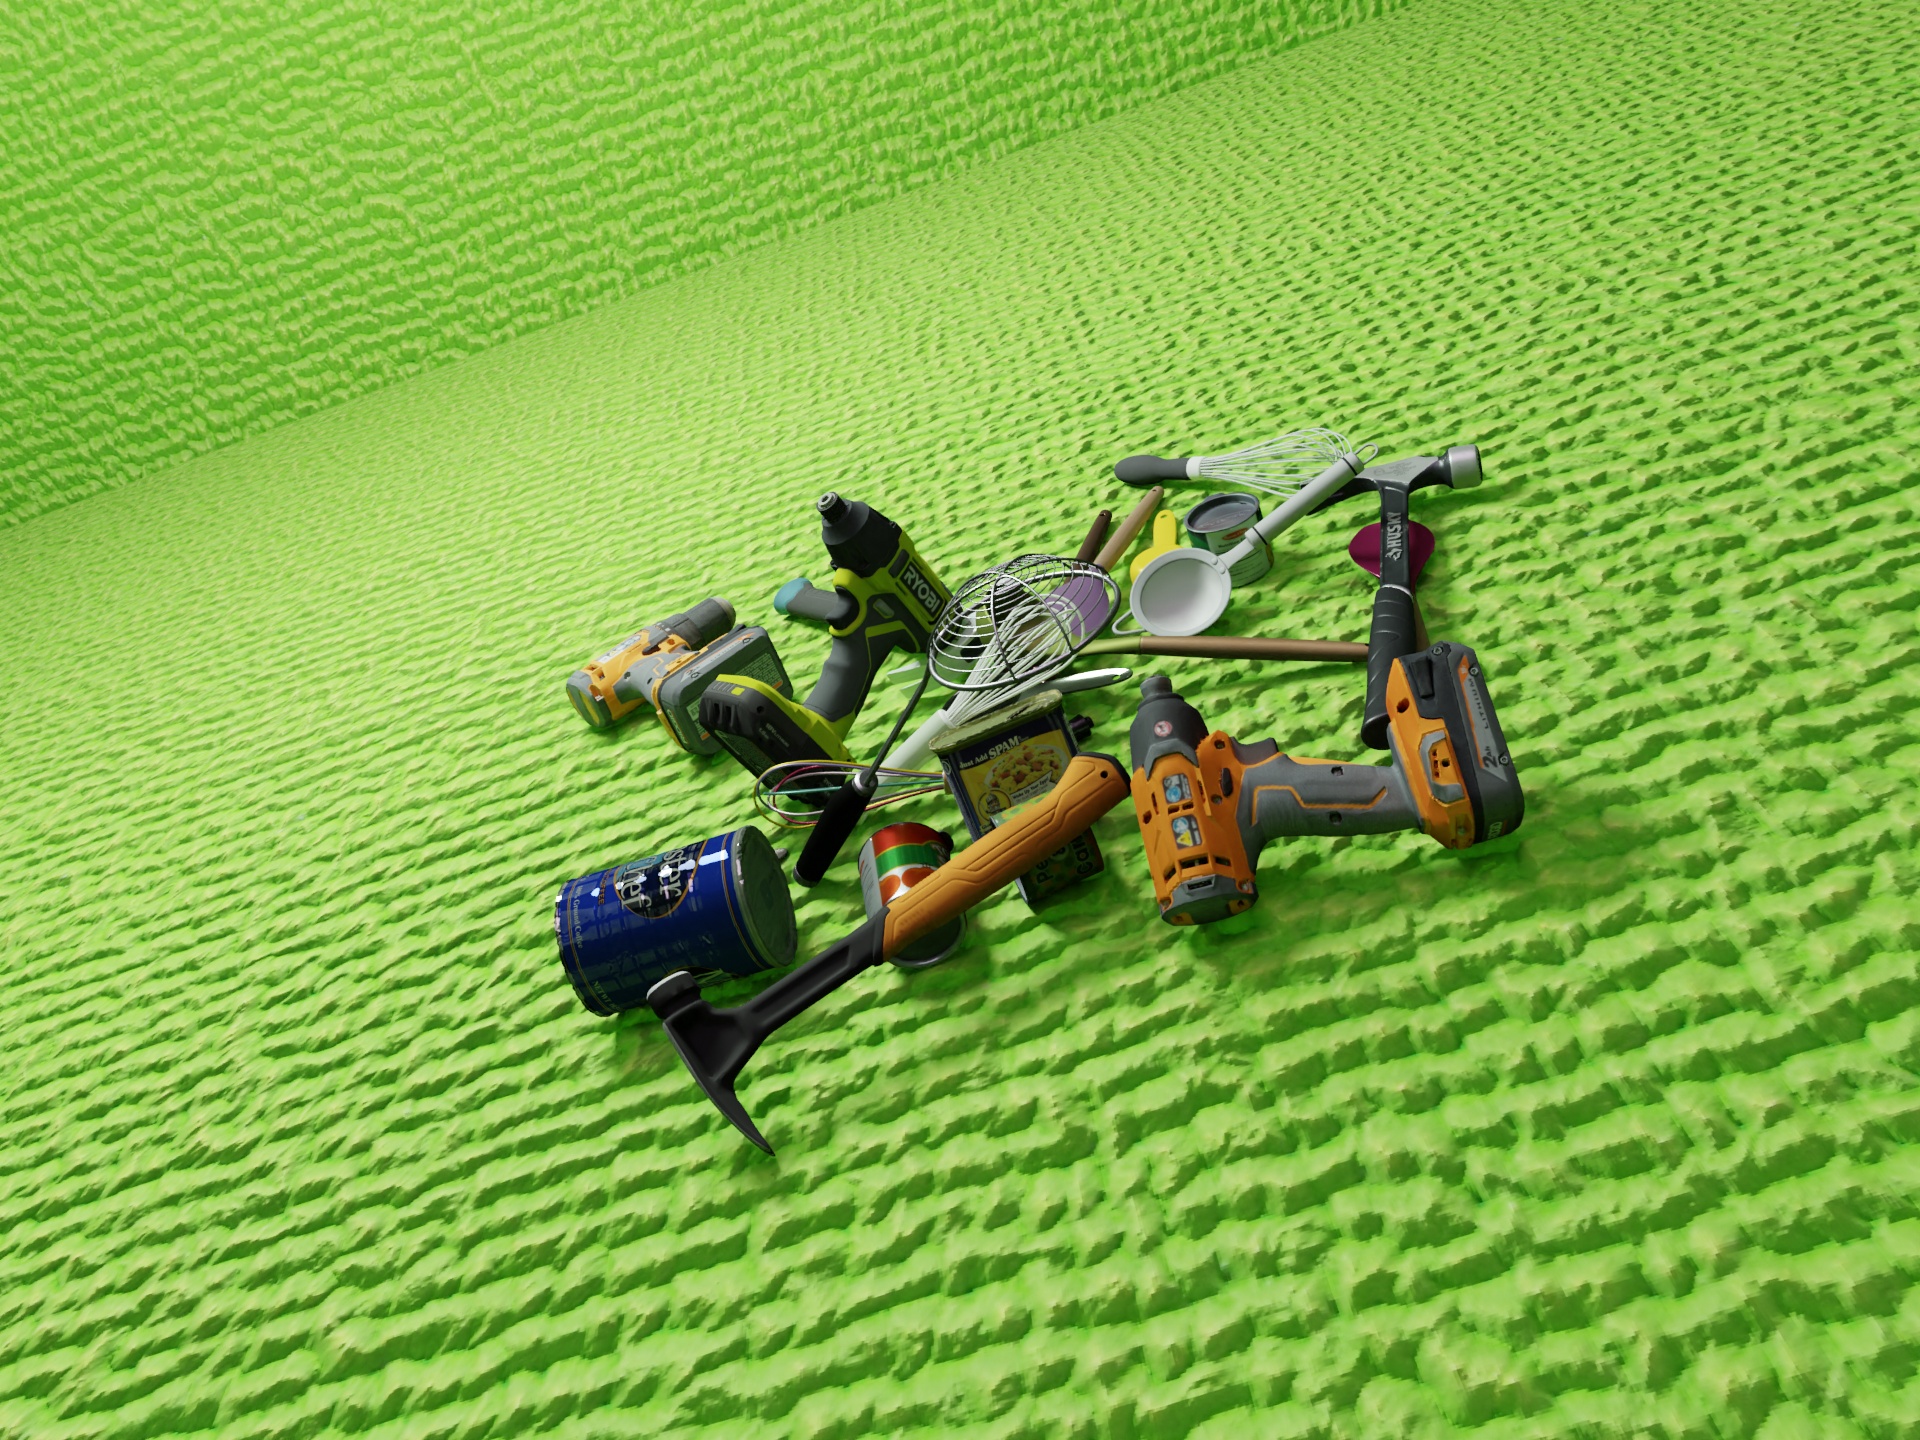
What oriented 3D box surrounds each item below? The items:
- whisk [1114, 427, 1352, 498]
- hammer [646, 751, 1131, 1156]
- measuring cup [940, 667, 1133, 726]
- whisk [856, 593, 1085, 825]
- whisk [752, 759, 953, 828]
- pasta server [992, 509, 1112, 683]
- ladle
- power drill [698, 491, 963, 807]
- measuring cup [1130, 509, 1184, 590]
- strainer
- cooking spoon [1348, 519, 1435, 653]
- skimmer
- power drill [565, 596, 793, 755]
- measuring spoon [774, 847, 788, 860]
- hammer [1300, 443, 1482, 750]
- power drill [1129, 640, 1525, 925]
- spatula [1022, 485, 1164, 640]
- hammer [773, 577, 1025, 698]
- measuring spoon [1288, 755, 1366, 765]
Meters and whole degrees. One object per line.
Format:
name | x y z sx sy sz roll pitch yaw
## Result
whisk | 0.250 -0.239 1.498 0.285 0.070 0.070 9 41 48
hammer | -0.025 0.130 1.010 0.337 0.034 0.127 -34 69 -13
measuring cup | 0.063 -0.009 1.249 0.167 0.038 0.083 -12 34 25
whisk | -0.002 -0.004 1.216 0.246 0.059 0.058 -43 -5 13
whisk | -0.034 0.050 1.194 0.245 0.047 0.051 -4 -13 1
pasta server | 0.094 -0.115 1.415 0.060 0.040 0.316 6 37 17
ladle | 0.166 -0.068 1.231 0.320 0.062 0.078 3 32 18
power drill | -0.105 -0.059 1.281 0.080 0.171 0.223 11 62 44
measuring cup | 0.182 -0.161 1.438 0.062 0.029 0.157 -13 33 15
strainer | 0.238 -0.142 1.306 0.258 0.050 0.087 -38 55 10
cooking spoon | 0.343 -0.080 1.215 0.069 0.017 0.319 -10 31 13
skimmer | -0.017 0.021 1.077 0.363 0.090 0.127 -56 4 42
power drill | -0.248 -0.052 1.498 0.185 0.084 0.226 -38 29 -28
measuring spoon | -0.187 0.131 1.228 0.124 0.018 0.034 -25 29 -19
hammer | 0.325 -0.104 1.210 0.149 0.036 0.409 -7 32 20
power drill | 0.219 0.025 1.003 0.226 0.084 0.164 -16 68 10
spatula | 0.134 -0.144 1.424 0.060 0.018 0.316 13 34 18
hammer | -0.078 -0.096 1.478 0.128 0.033 0.331 -51 34 -16
measuring spoon | 0.250 0.037 1.098 0.117 0.011 0.021 9 42 37
